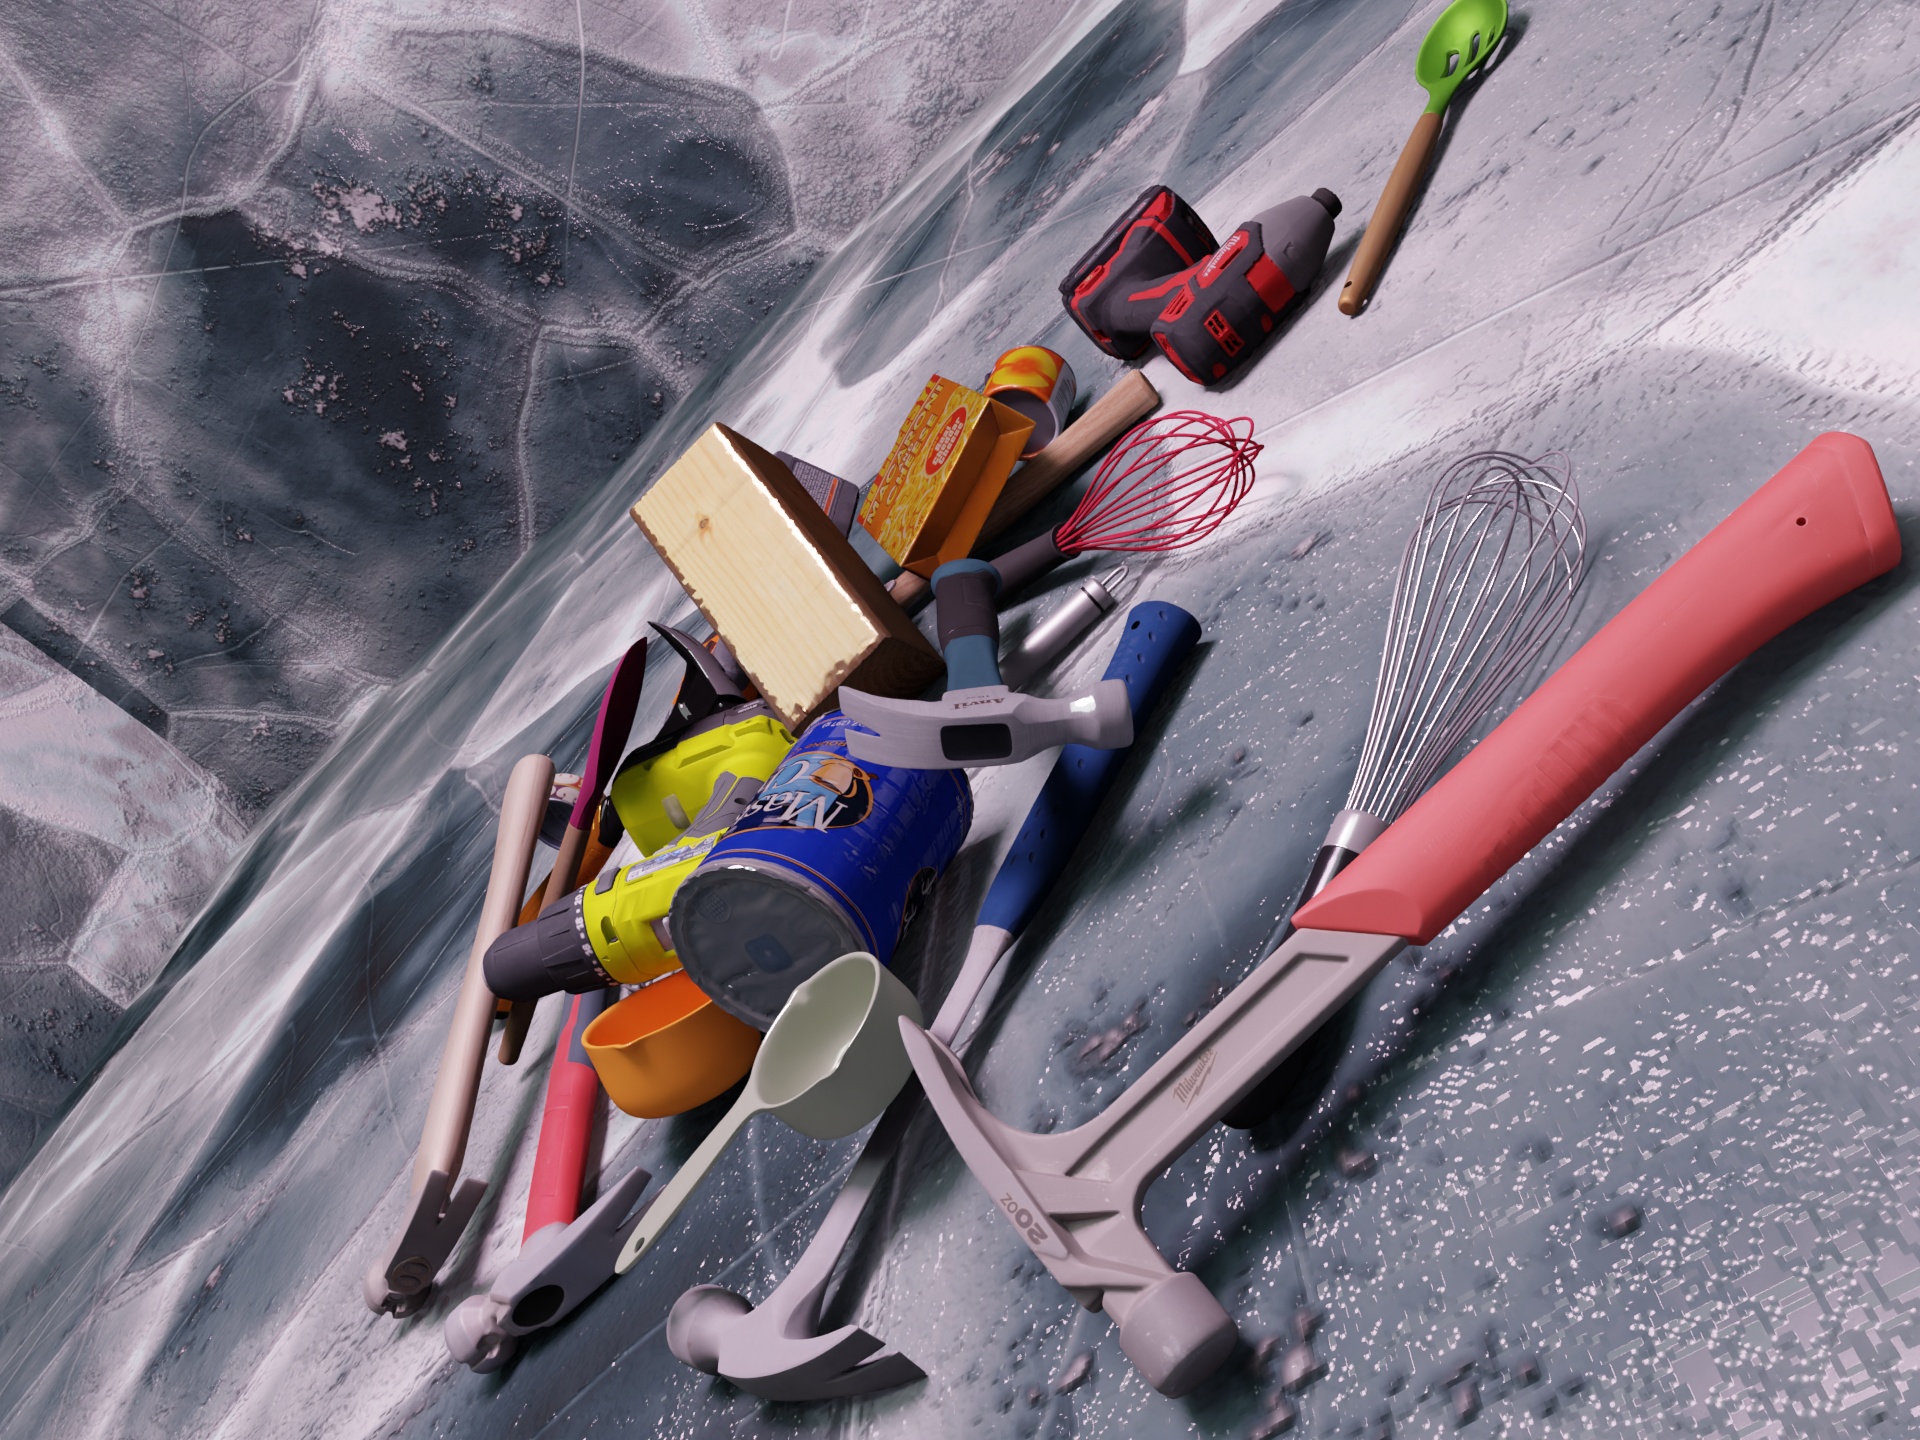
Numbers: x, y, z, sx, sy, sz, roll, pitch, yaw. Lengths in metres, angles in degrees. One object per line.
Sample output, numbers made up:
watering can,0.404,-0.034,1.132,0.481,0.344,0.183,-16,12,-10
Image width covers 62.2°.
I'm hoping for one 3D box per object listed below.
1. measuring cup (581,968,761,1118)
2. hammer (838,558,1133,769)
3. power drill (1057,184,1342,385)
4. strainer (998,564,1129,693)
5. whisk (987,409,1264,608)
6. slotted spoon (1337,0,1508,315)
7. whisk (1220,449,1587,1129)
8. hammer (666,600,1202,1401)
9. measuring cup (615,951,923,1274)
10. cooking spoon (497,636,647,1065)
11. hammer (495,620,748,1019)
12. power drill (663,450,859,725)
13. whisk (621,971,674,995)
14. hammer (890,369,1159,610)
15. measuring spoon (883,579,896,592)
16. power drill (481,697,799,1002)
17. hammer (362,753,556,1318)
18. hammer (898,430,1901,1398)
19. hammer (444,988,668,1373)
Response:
measuring cup,-0.111,0.160,0.831,0.173,0.052,0.095,-17,12,15
hammer,0.007,-0.039,0.832,0.128,0.033,0.331,-7,17,1
power drill,0.163,-0.302,1.077,0.143,0.078,0.220,-47,24,1
strainer,-0.001,-0.003,0.916,0.258,0.050,0.087,-42,18,5
whisk,0.074,-0.113,0.944,0.296,0.073,0.073,-25,30,57
slotted spoon,0.289,-0.361,1.005,0.070,0.031,0.314,-13,41,49
whisk,0.156,0.016,0.569,0.070,0.070,0.285,-5,52,60
hammer,0.015,0.104,0.703,0.144,0.035,0.406,-15,38,54
measuring cup,-0.078,0.172,0.662,0.167,0.038,0.083,-50,21,-1
cooking spoon,-0.257,0.091,1.046,0.069,0.017,0.318,-63,-6,-74
hammer,-0.274,0.087,1.176,0.337,0.034,0.127,-53,52,16
power drill,-0.158,-0.090,1.235,0.164,0.084,0.226,-84,20,-56
whisk,-0.183,0.113,1.049,0.055,0.055,0.239,-40,18,18
hammer,0.006,-0.132,1.131,0.331,0.031,0.130,-39,24,20
measuring spoon,-0.095,-0.065,1.134,0.124,0.018,0.034,-38,24,19
power drill,-0.173,0.080,0.950,0.190,0.080,0.229,-21,20,10
hammer,-0.312,0.169,1.050,0.146,0.038,0.411,-55,25,36
hammer,0.148,0.036,0.510,0.359,0.036,0.149,-43,54,0
hammer,-0.225,0.208,0.970,0.143,0.038,0.387,-42,22,10
